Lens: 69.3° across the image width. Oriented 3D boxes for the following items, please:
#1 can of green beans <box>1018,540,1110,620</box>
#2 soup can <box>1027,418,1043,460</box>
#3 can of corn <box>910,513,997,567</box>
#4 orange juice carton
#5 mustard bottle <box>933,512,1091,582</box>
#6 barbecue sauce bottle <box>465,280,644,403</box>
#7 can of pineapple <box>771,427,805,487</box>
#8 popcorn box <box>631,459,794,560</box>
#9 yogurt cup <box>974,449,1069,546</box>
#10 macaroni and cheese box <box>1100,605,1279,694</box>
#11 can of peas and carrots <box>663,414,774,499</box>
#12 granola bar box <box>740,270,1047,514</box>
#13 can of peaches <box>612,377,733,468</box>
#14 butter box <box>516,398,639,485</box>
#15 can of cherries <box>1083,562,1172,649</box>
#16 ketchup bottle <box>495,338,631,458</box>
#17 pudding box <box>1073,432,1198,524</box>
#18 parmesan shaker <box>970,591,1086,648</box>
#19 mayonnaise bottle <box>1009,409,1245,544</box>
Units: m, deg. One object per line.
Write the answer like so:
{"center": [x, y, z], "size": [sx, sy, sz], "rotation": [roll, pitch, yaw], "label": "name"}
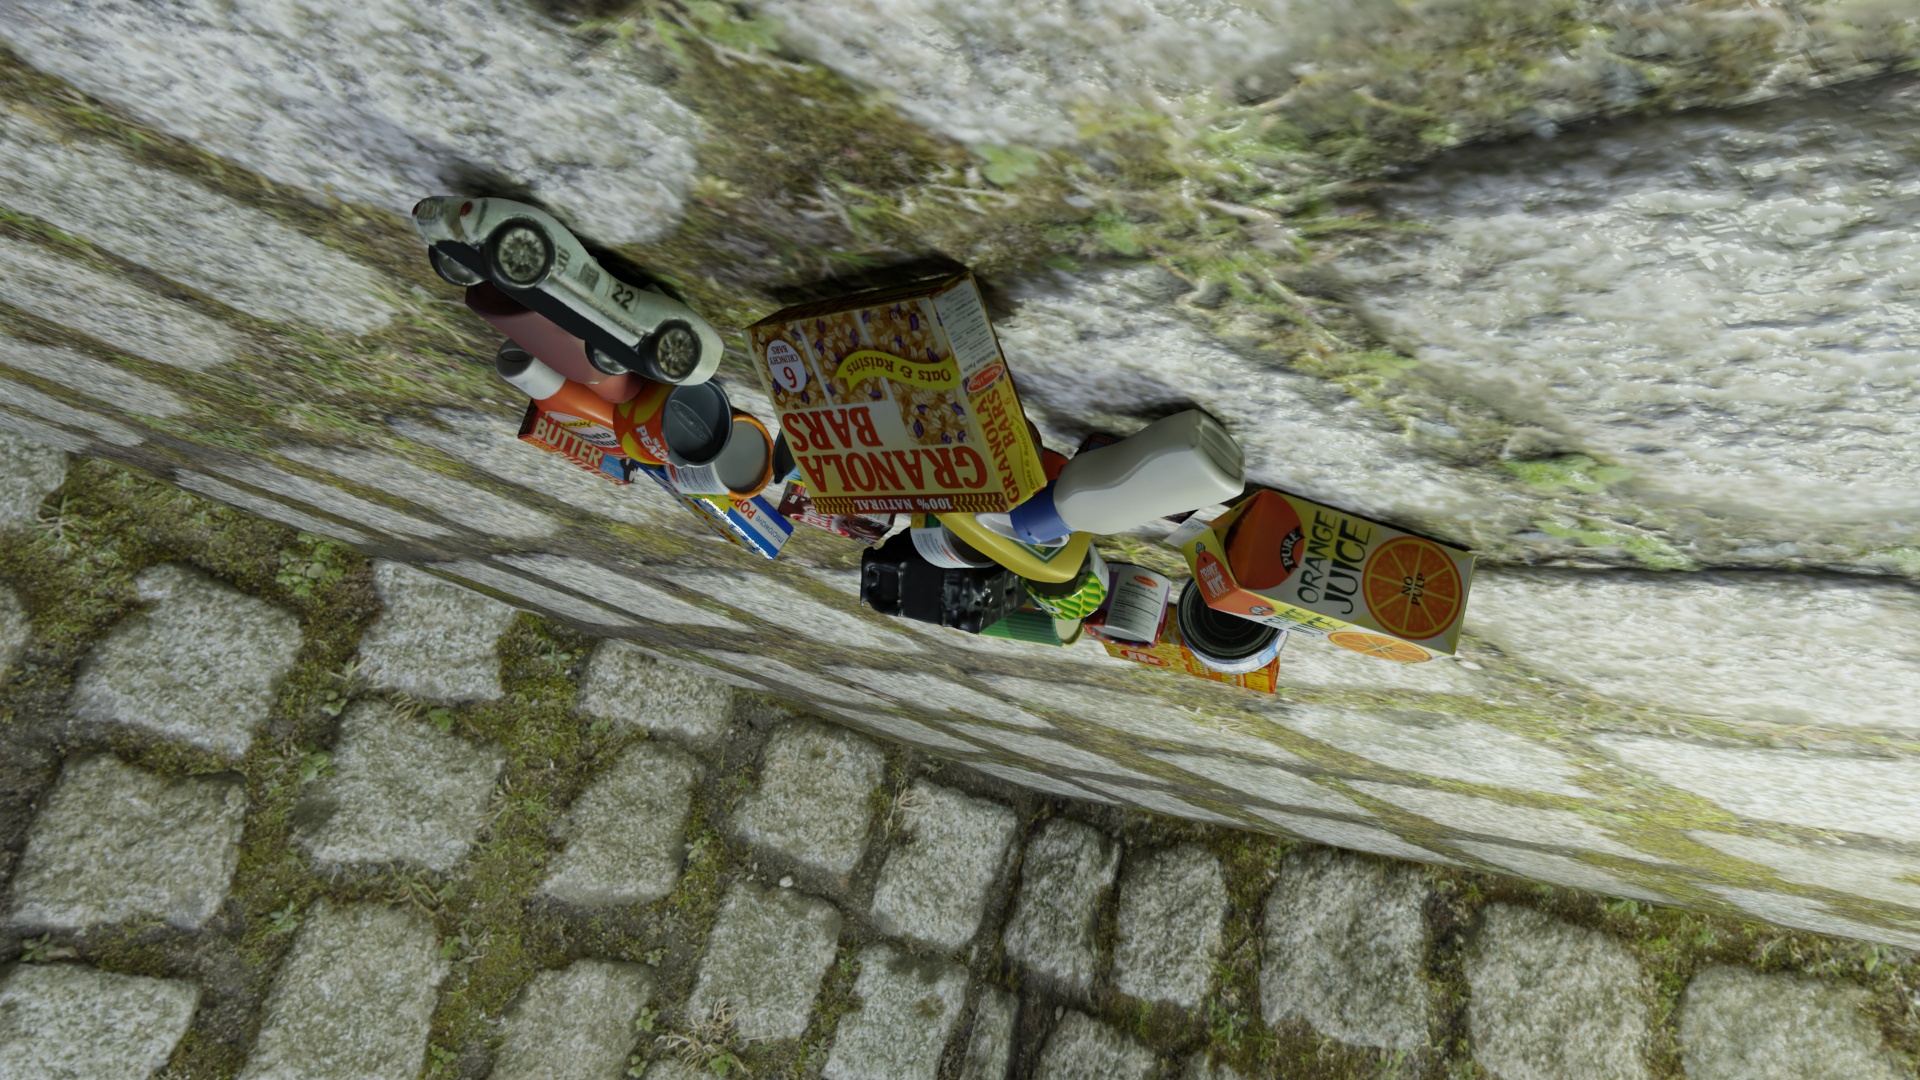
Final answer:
{"center": [0.084, 0.026, 1.132], "size": [0.071, 0.071, 0.057], "rotation": [10, 165, 20], "label": "can of green beans"}
{"center": [0.003, -0.067, 0.861], "size": [0.071, 0.071, 0.083], "rotation": [6, 164, 33], "label": "soup can"}
{"center": [0.004, -0.013, 1.071], "size": [0.071, 0.071, 0.058], "rotation": [22, 168, -25], "label": "can of corn"}
{"center": [0.235, 0.021, 0.931], "size": [0.193, 0.073, 0.071], "rotation": [17, 167, -4], "label": "orange juice carton"}
{"center": [0.021, -0.023, 1.018], "size": [0.160, 0.065, 0.048], "rotation": [27, 163, -24], "label": "mustard bottle"}
{"center": [-0.262, -0.135, 0.927], "size": [0.065, 0.044, 0.148], "rotation": [11, 166, 19], "label": "barbecue sauce bottle"}
{"center": [-0.092, -0.063, 0.969], "size": [0.058, 0.071, 0.071], "rotation": [23, 164, -28], "label": "can of pineapple"}
{"center": [-0.209, -0.039, 1.181], "size": [0.085, 0.038, 0.126], "rotation": [24, 164, 39], "label": "popcorn box"}
{"center": [0.049, -0.032, 0.968], "size": [0.072, 0.054, 0.072], "rotation": [15, 166, 4], "label": "yogurt cup"}
{"center": [0.219, 0.098, 1.323], "size": [0.166, 0.040, 0.123], "rotation": [12, 166, 17], "label": "macaroni and cheese box"}
{"center": [-0.185, -0.066, 1.077], "size": [0.058, 0.071, 0.071], "rotation": [2, 161, 42], "label": "can of peas and carrots"}
{"center": [-0.040, -0.077, 0.777], "size": [0.165, 0.039, 0.124], "rotation": [1, 118, 47], "label": "granola bar box"}
{"center": [-0.210, -0.086, 1.009], "size": [0.058, 0.071, 0.071], "rotation": [6, 163, 38], "label": "can of peaches"}
{"center": [-0.309, -0.089, 1.145], "size": [0.024, 0.053, 0.103], "rotation": [-1, 158, 44], "label": "butter box"}
{"center": [0.145, 0.058, 1.208], "size": [0.071, 0.058, 0.071], "rotation": [15, 166, 4], "label": "can of cherries"}
{"center": [-0.294, -0.110, 1.065], "size": [0.065, 0.043, 0.148], "rotation": [7, 163, 25], "label": "ketchup bottle"}
{"center": [0.116, -0.040, 0.909], "size": [0.084, 0.030, 0.049], "rotation": [17, 165, -5], "label": "pudding box"}
{"center": [0.062, 0.061, 1.307], "size": [0.103, 0.071, 0.071], "rotation": [5, 163, 34], "label": "parmesan shaker"}
{"center": [0.097, -0.033, 0.851], "size": [0.147, 0.041, 0.064], "rotation": [-19, 139, 38], "label": "mayonnaise bottle"}
